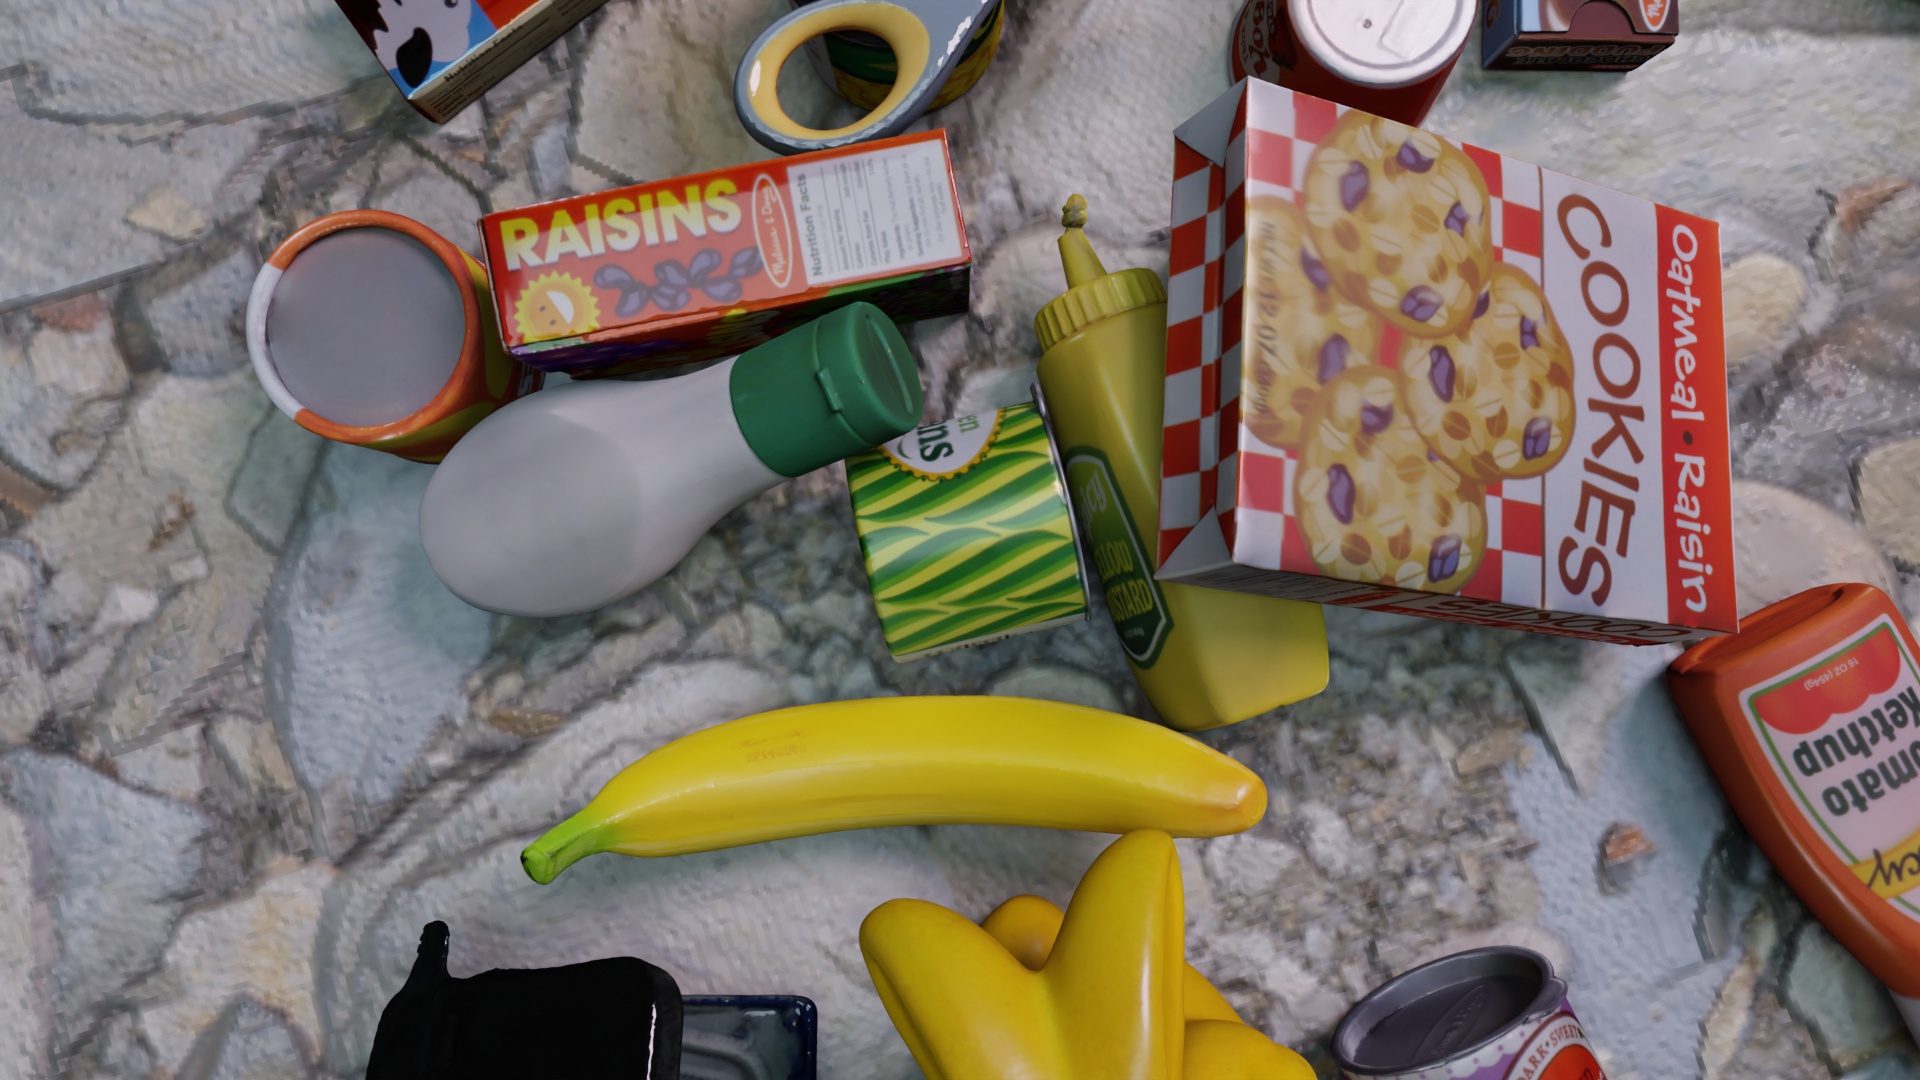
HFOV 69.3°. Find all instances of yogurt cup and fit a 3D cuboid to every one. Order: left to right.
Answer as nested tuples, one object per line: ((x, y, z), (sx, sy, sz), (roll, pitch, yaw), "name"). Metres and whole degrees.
((0.118, -0.152, 0.412), (0.072, 0.054, 0.072), (0, 88, 0), "yogurt cup")

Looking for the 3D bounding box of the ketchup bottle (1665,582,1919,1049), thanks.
((0.270, 0.090, 0.404), (0.065, 0.043, 0.149), (-27, 88, -1), "ketchup bottle")

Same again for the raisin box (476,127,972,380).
((-0.060, -0.076, 0.393), (0.123, 0.086, 0.040), (-10, 92, 0), "raisin box")

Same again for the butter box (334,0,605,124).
((-0.140, -0.182, 0.430), (0.103, 0.024, 0.053), (-37, 88, -1), "butter box")

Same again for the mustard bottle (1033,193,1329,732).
((0.055, -0.025, 0.403), (0.049, 0.065, 0.160), (-18, 82, -15), "mustard bottle")

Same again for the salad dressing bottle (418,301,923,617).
((-0.082, -0.022, 0.384), (0.147, 0.044, 0.064), (-19, 98, 24), "salad dressing bottle")

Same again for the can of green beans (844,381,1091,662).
((0.002, -0.003, 0.399), (0.058, 0.071, 0.071), (-13, 87, 0), "can of green beans")

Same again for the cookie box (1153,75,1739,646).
((0.135, -0.041, 0.377), (0.168, 0.040, 0.123), (8, 79, -23), "cookie box")

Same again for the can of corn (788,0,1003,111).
((-0.017, -0.167, 0.412), (0.071, 0.058, 0.071), (0, 87, 1), "can of corn")

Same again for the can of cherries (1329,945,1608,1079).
((0.148, 0.156, 0.388), (0.071, 0.071, 0.058), (-26, 88, -1), "can of cherries")

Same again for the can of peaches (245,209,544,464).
((-0.161, -0.059, 0.407), (0.071, 0.058, 0.071), (0, 87, 1), "can of peaches")

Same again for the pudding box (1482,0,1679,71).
((0.188, -0.189, 0.426), (0.050, 0.030, 0.083), (0, 87, -1), "pudding box")
